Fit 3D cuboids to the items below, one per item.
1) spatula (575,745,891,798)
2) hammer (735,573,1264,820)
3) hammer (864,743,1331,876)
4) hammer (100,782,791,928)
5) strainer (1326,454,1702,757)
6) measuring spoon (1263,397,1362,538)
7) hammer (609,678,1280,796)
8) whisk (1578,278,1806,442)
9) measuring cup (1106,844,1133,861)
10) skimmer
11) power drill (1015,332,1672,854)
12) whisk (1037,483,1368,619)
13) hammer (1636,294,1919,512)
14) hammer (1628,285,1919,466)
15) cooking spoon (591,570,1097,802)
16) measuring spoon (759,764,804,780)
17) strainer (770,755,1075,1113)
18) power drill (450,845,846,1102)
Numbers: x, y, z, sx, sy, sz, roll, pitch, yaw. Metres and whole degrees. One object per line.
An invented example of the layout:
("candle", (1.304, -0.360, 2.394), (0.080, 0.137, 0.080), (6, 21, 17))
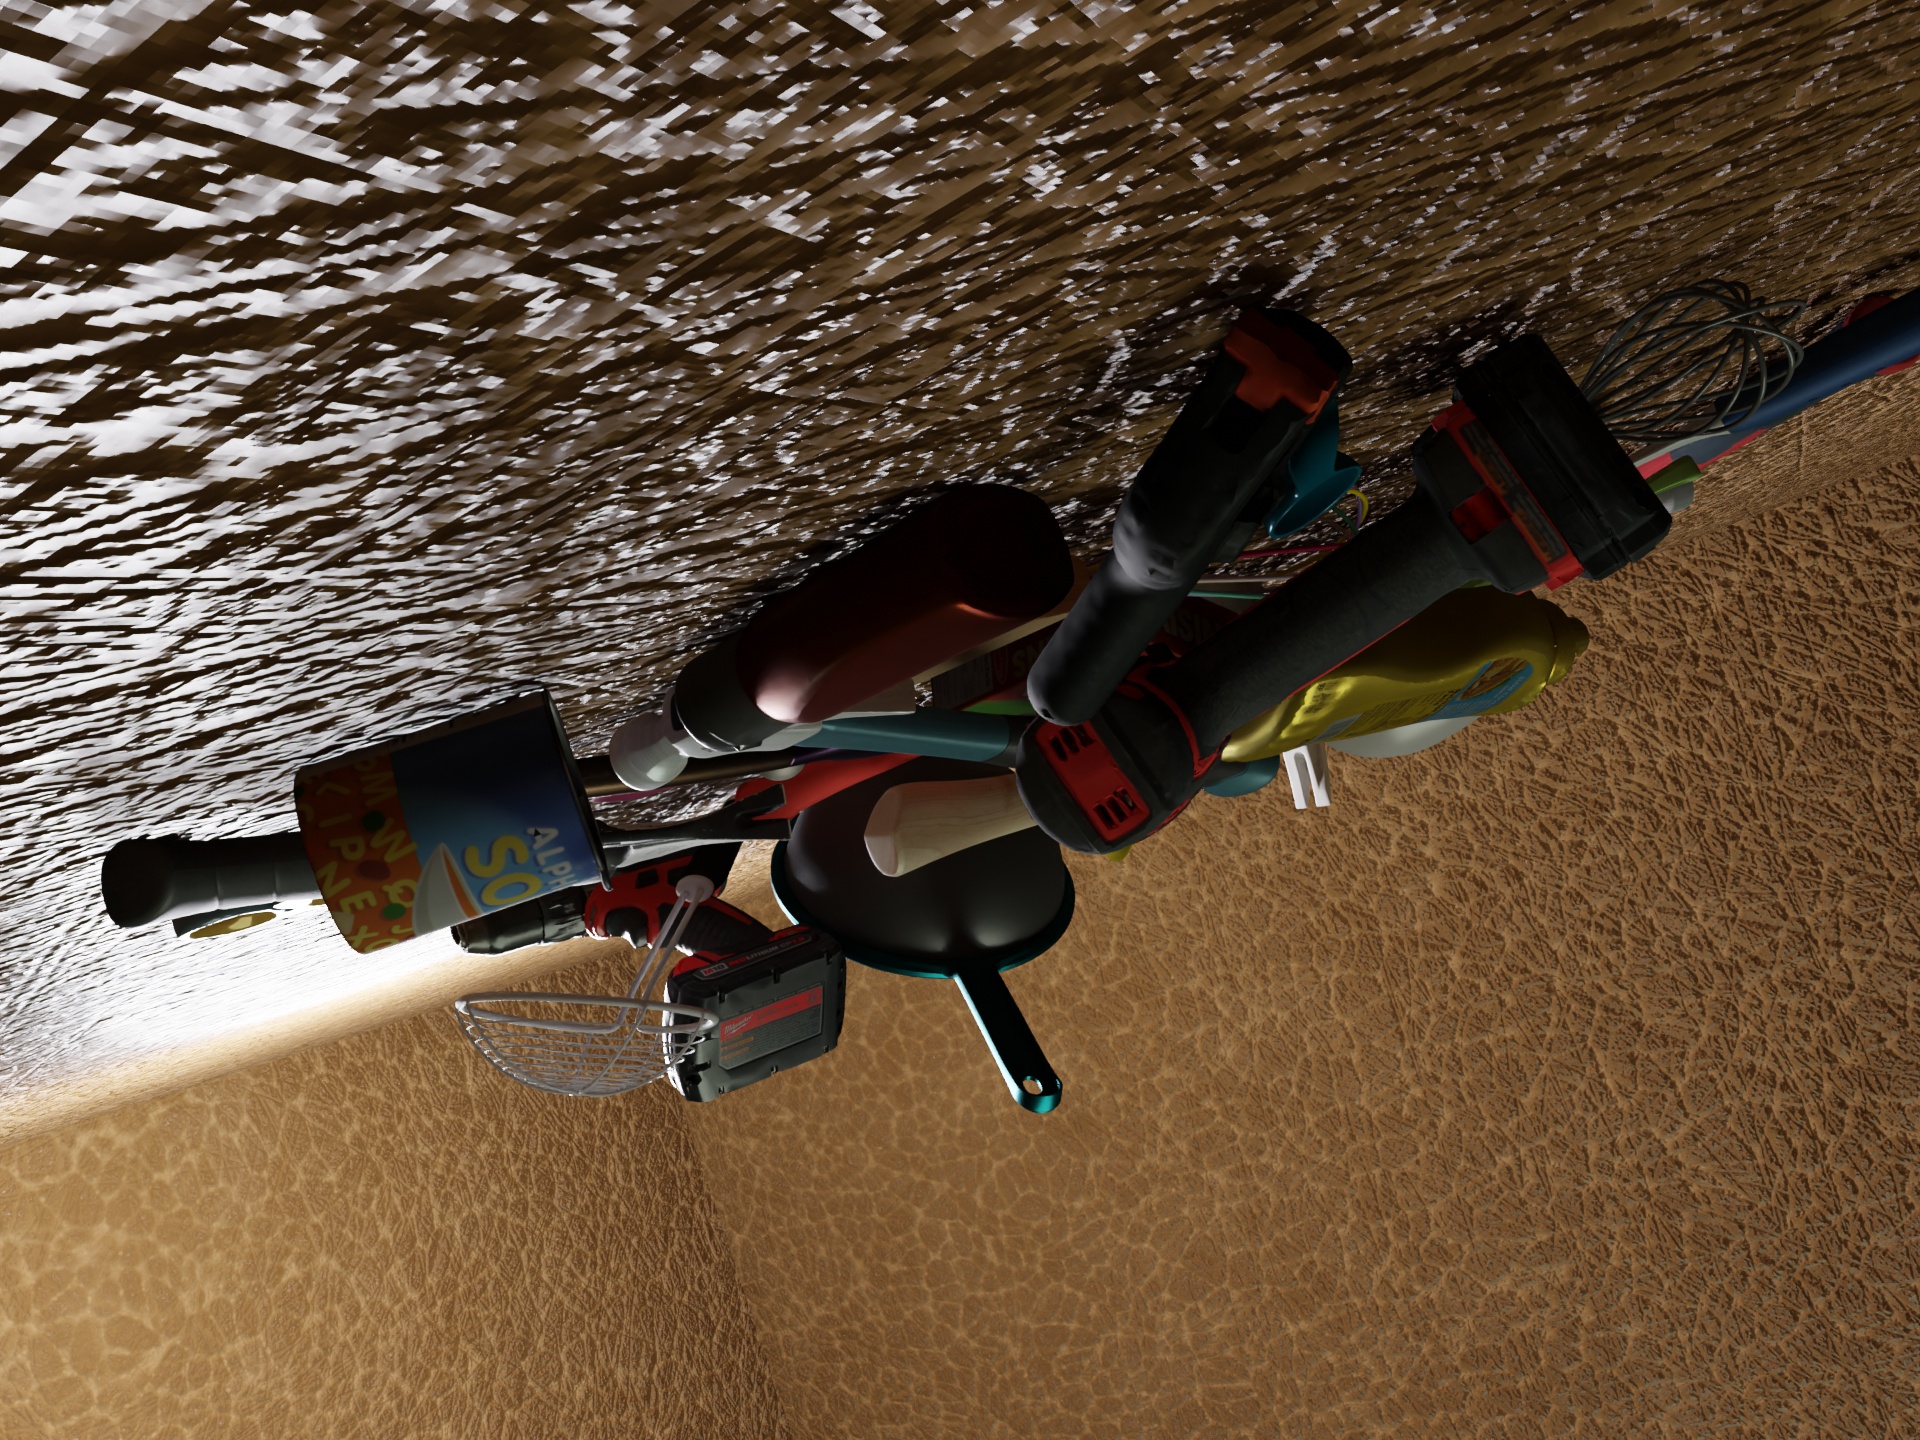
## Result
("spatula", (-0.102, 0.018, 0.720), (0.315, 0.018, 0.060), (-7, 167, -44))
("hammer", (-0.001, -0.003, 0.924), (0.359, 0.037, 0.149), (-24, 173, 32))
("hammer", (0.107, 0.039, 1.064), (0.410, 0.146, 0.038), (-18, -177, -40))
("hammer", (-0.212, 0.059, 0.715), (0.149, 0.036, 0.409), (-12, 175, 16))
("strainer", (0.297, -0.050, 0.870), (0.256, 0.069, 0.151), (-32, 173, 11))
("measuring spoon", (0.119, -0.097, 0.560), (0.042, 0.021, 0.128), (-36, 164, 5))
("hammer", (0.022, 0.009, 0.705), (0.330, 0.033, 0.128), (6, 158, -40))
("whisk", (0.247, -0.121, 0.630), (0.055, 0.055, 0.239), (-19, 179, -9))
("measuring cup", (0.111, 0.016, 1.010), (0.062, 0.156, 0.029), (8, -157, -3))
("skimmer", (-0.170, 0.099, 0.908), (0.127, 0.090, 0.363), (0, -158, 7))
("power drill", (0.125, -0.035, 0.563), (0.219, 0.078, 0.143), (-35, 176, 17))
("whisk", (0.064, -0.055, 0.623), (0.245, 0.051, 0.047), (-14, 178, -25))
("hammer", (0.413, -0.155, 0.909), (0.143, 0.038, 0.386), (-19, 175, 2))
("hammer", (0.336, -0.134, 0.723), (0.405, 0.035, 0.144), (-28, -178, 34))
("cooking spoon", (-0.048, -0.014, 0.738), (0.319, 0.017, 0.068), (-22, 169, 28))
("measuring spoon", (-0.088, 0.015, 0.885), (0.034, 0.018, 0.124), (-17, 173, -23))
("strainer", (0.000, 0.105, 1.024), (0.211, 0.095, 0.341), (-3, -150, -19))
("power drill", (-0.198, 0.145, 1.008), (0.188, 0.080, 0.227), (-15, -149, -35))
